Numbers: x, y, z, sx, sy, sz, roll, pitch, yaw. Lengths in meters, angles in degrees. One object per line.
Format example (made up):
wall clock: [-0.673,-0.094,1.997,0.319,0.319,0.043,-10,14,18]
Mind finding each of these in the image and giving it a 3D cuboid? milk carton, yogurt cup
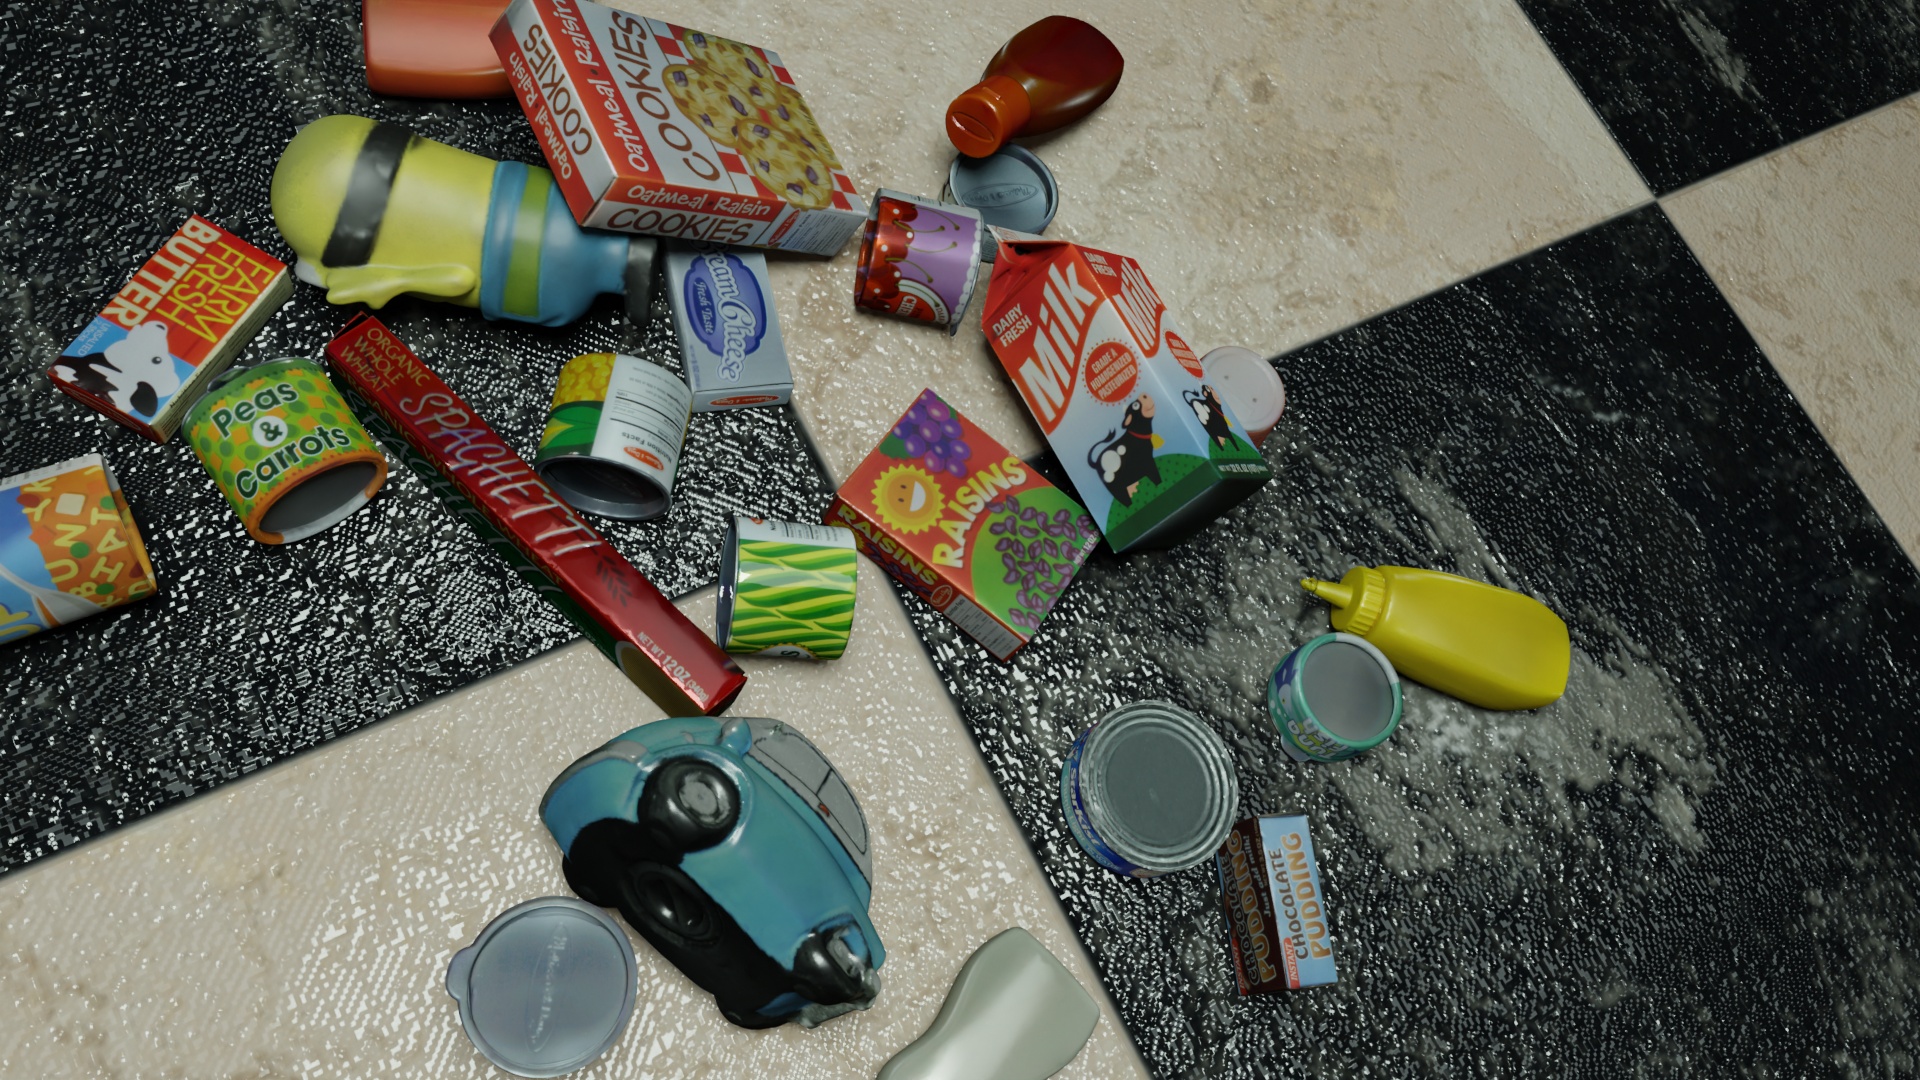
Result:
milk carton: [0.079,-0.092,0.749,0.072,0.073,0.191,-3,60,-55]
yogurt cup: [0.148,-0.075,0.792,0.072,0.053,0.072,6,67,-14]

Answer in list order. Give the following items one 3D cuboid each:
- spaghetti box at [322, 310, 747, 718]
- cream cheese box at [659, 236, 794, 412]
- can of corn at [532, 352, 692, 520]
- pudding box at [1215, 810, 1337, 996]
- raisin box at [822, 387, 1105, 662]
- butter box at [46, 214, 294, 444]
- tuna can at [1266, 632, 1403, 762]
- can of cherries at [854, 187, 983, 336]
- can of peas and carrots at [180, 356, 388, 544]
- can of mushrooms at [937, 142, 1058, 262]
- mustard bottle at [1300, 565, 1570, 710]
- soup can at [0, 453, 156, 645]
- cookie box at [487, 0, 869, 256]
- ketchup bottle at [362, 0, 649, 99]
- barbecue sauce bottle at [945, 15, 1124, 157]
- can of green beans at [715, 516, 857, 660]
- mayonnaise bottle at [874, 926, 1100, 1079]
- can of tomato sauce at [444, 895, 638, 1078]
spaghetti box: [-0.202,-0.006,0.654,0.250,0.050,0.029,43,62,3]
cream cheese box: [-0.126,-0.121,0.740,0.053,0.024,0.104,-7,71,-21]
can of corn: [-0.170,-0.049,0.675,0.071,0.071,0.058,13,65,-12]
pudding box: [0.155,0.181,0.691,0.030,0.049,0.084,1,69,-19]
raisin box: [0.003,-0.009,0.727,0.123,0.040,0.086,38,63,-1]
butter box: [-0.369,-0.100,0.654,0.053,0.024,0.104,29,63,-5]
tuna can: [0.202,0.087,0.754,0.071,0.032,0.071,7,66,-15]
can of cherries: [-0.024,-0.153,0.763,0.058,0.071,0.072,10,66,-13]
can of peas and carrots: [-0.303,-0.041,0.624,0.071,0.070,0.059,-34,82,-26]
can of mushrooms: [0.021,-0.200,0.815,0.071,0.033,0.071,6,67,-15]
mustard bottle: [0.261,0.047,0.781,0.160,0.048,0.065,19,64,-8]
soup can: [-0.391,0.009,0.579,0.084,0.071,0.071,-21,76,-24]
cookie box: [-0.142,-0.211,0.718,0.168,0.040,0.123,-6,62,-50]
ketchup bottle: [-0.243,-0.271,0.754,0.149,0.043,0.065,-3,76,-19]
barbecue sauce bottle: [0.041,-0.266,0.818,0.065,0.043,0.149,34,43,7]
can of green beans: [-0.085,0.024,0.670,0.058,0.071,0.071,6,67,-16]
mayonnaise bottle: [-0.006,0.245,0.618,0.065,0.041,0.149,46,64,6]
can of tomato sauce: [-0.170,0.184,0.566,0.071,0.082,0.071,6,67,-15]
